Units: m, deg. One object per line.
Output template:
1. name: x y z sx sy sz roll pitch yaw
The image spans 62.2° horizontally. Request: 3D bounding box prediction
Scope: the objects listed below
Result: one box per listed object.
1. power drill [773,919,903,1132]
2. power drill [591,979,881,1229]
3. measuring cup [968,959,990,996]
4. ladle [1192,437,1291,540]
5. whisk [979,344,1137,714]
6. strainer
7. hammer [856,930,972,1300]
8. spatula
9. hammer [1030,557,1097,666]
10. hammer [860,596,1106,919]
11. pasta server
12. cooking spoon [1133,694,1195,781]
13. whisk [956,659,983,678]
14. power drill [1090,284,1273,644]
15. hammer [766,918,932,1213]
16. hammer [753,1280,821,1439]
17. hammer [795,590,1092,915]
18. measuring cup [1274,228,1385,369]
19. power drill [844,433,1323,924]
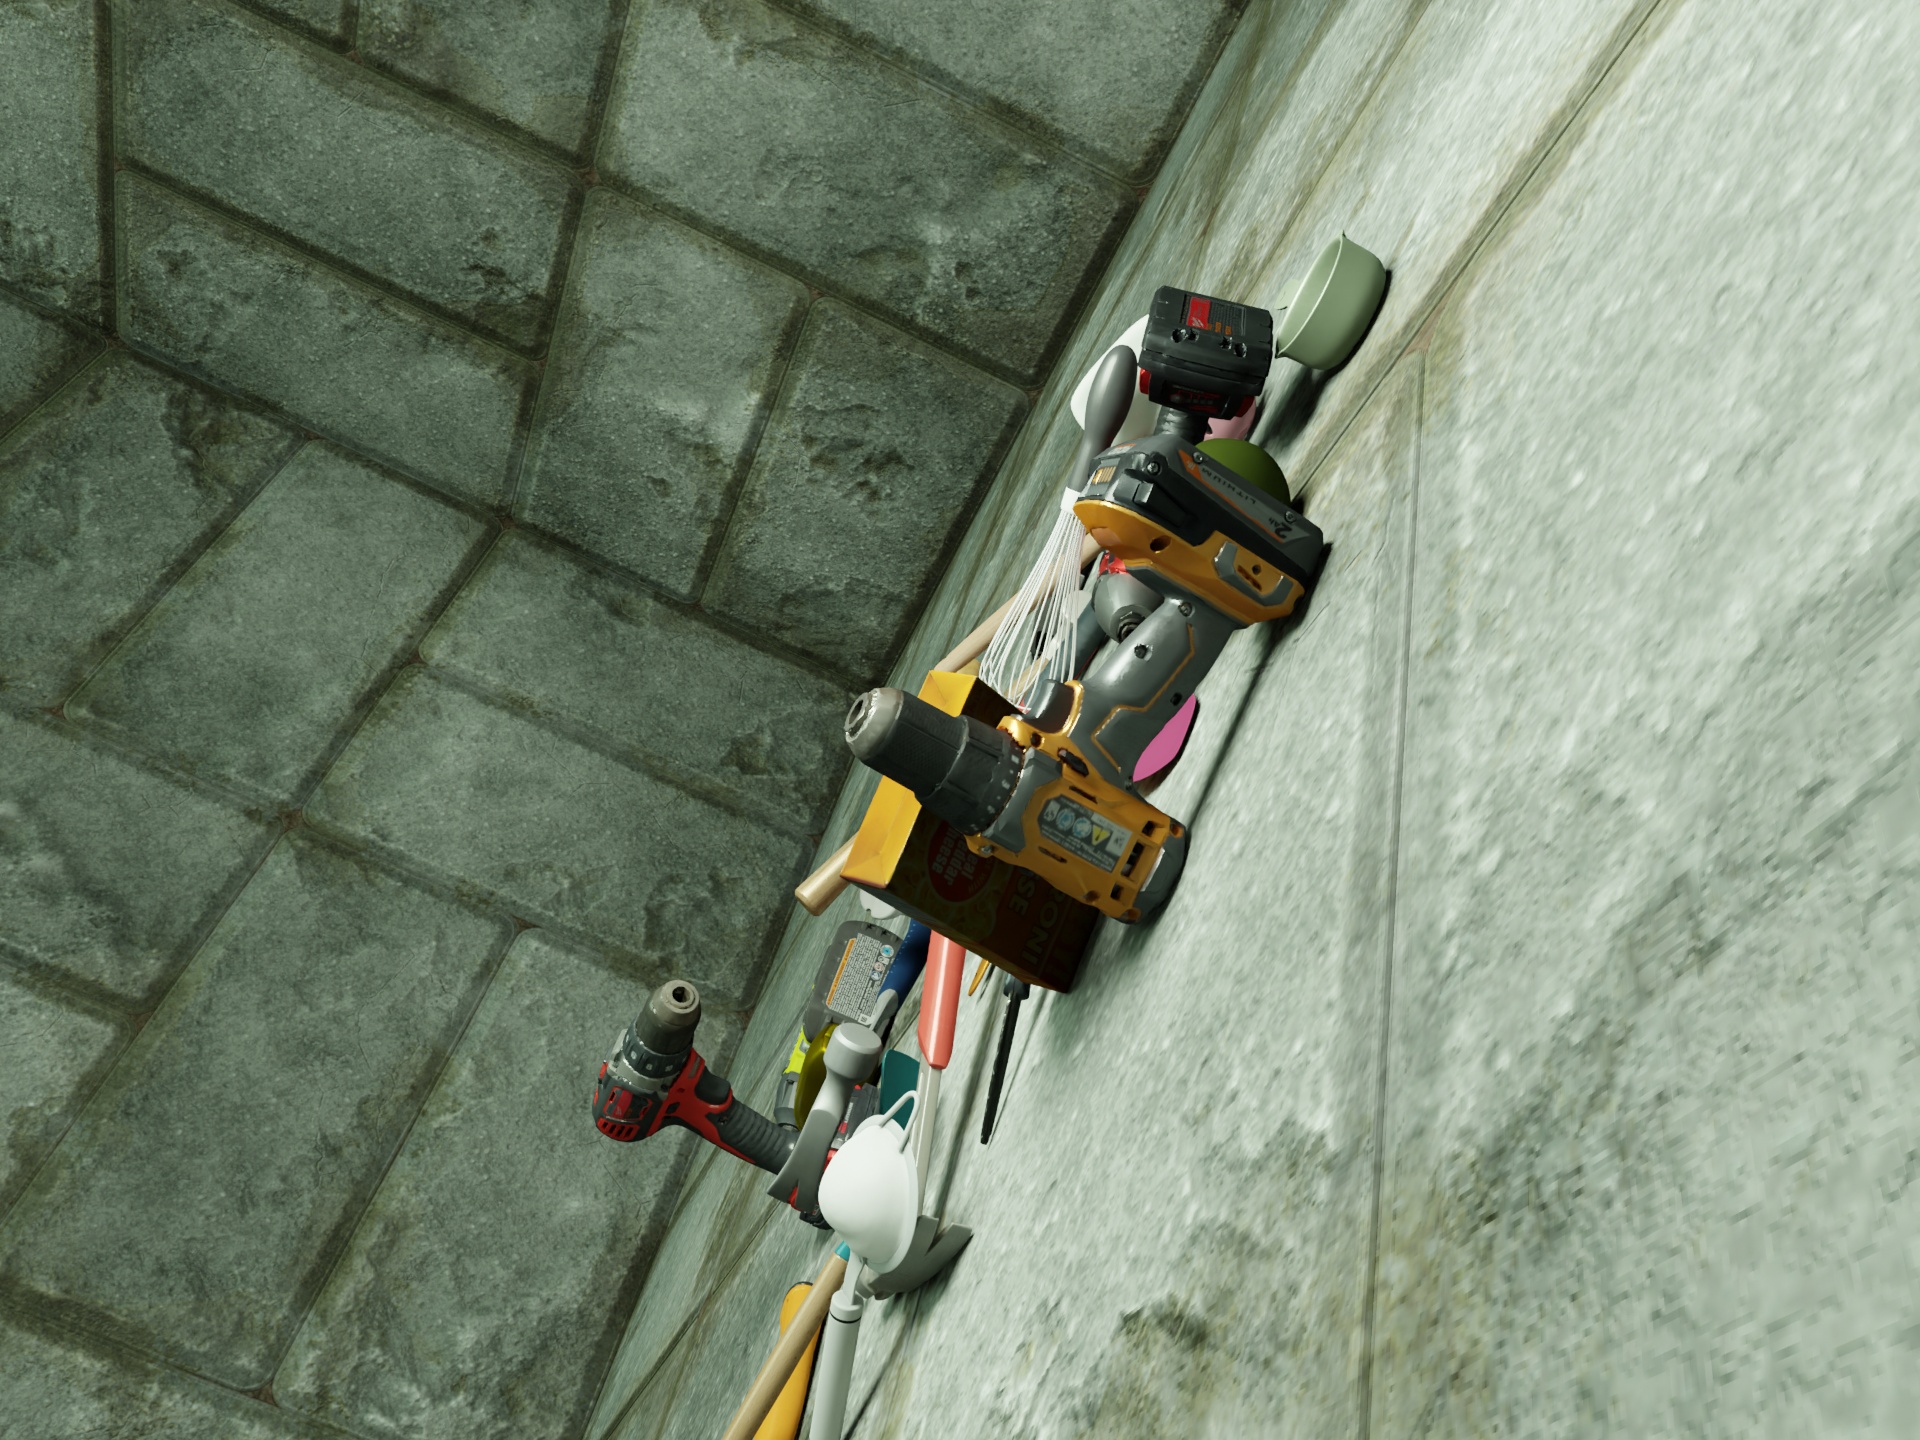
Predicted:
1. power drill: -0.125 0.310 1.559 0.223 0.080 0.171 116 176 -50
2. power drill: -0.172 0.299 1.260 0.080 0.226 0.187 -72 9 -48
3. measuring cup: 0.022 0.113 1.165 0.174 0.052 0.095 -65 6 -19
4. ladle: 0.090 -0.028 0.953 0.320 0.078 0.062 -56 37 28
5. whisk: 0.074 -0.121 1.110 0.070 0.070 0.284 -86 13 -74
6. strainer: -0.065 0.331 0.915 0.087 0.050 0.258 34 119 56
7. hammer: -0.011 0.180 1.028 0.149 0.036 0.359 122 161 -52
8. spatula: -0.098 0.372 1.048 0.317 0.044 0.082 -59 -32 -11
9. hammer: 0.139 -0.206 1.425 0.146 0.035 0.335 91 -158 -65
10. hammer: 0.062 -0.003 1.248 0.386 0.038 0.143 -56 -23 17
11. pasta server: 0.095 -0.137 1.155 0.316 0.040 0.060 -40 -1 17
12. cooking spoon: 0.067 0.017 1.051 0.319 0.017 0.069 -11 54 66
13. whisk: -0.002 -0.006 1.157 0.051 0.047 0.245 -47 9 17
14. power drill: 0.135 -0.155 1.029 0.143 0.078 0.219 -70 -6 -59
15. hammer: -0.062 0.227 1.220 0.405 0.035 0.144 -53 -14 -75
16. hammer: -0.129 0.499 1.028 0.337 0.034 0.127 -76 12 -61
17. hammer: -0.007 0.034 1.283 0.331 0.031 0.130 -44 -15 -15
18. measuring cup: 0.225 -0.258 0.993 0.168 0.038 0.083 -80 16 -75
19. power drill: 0.062 -0.032 0.804 0.226 0.185 0.084 -63 18 -4
